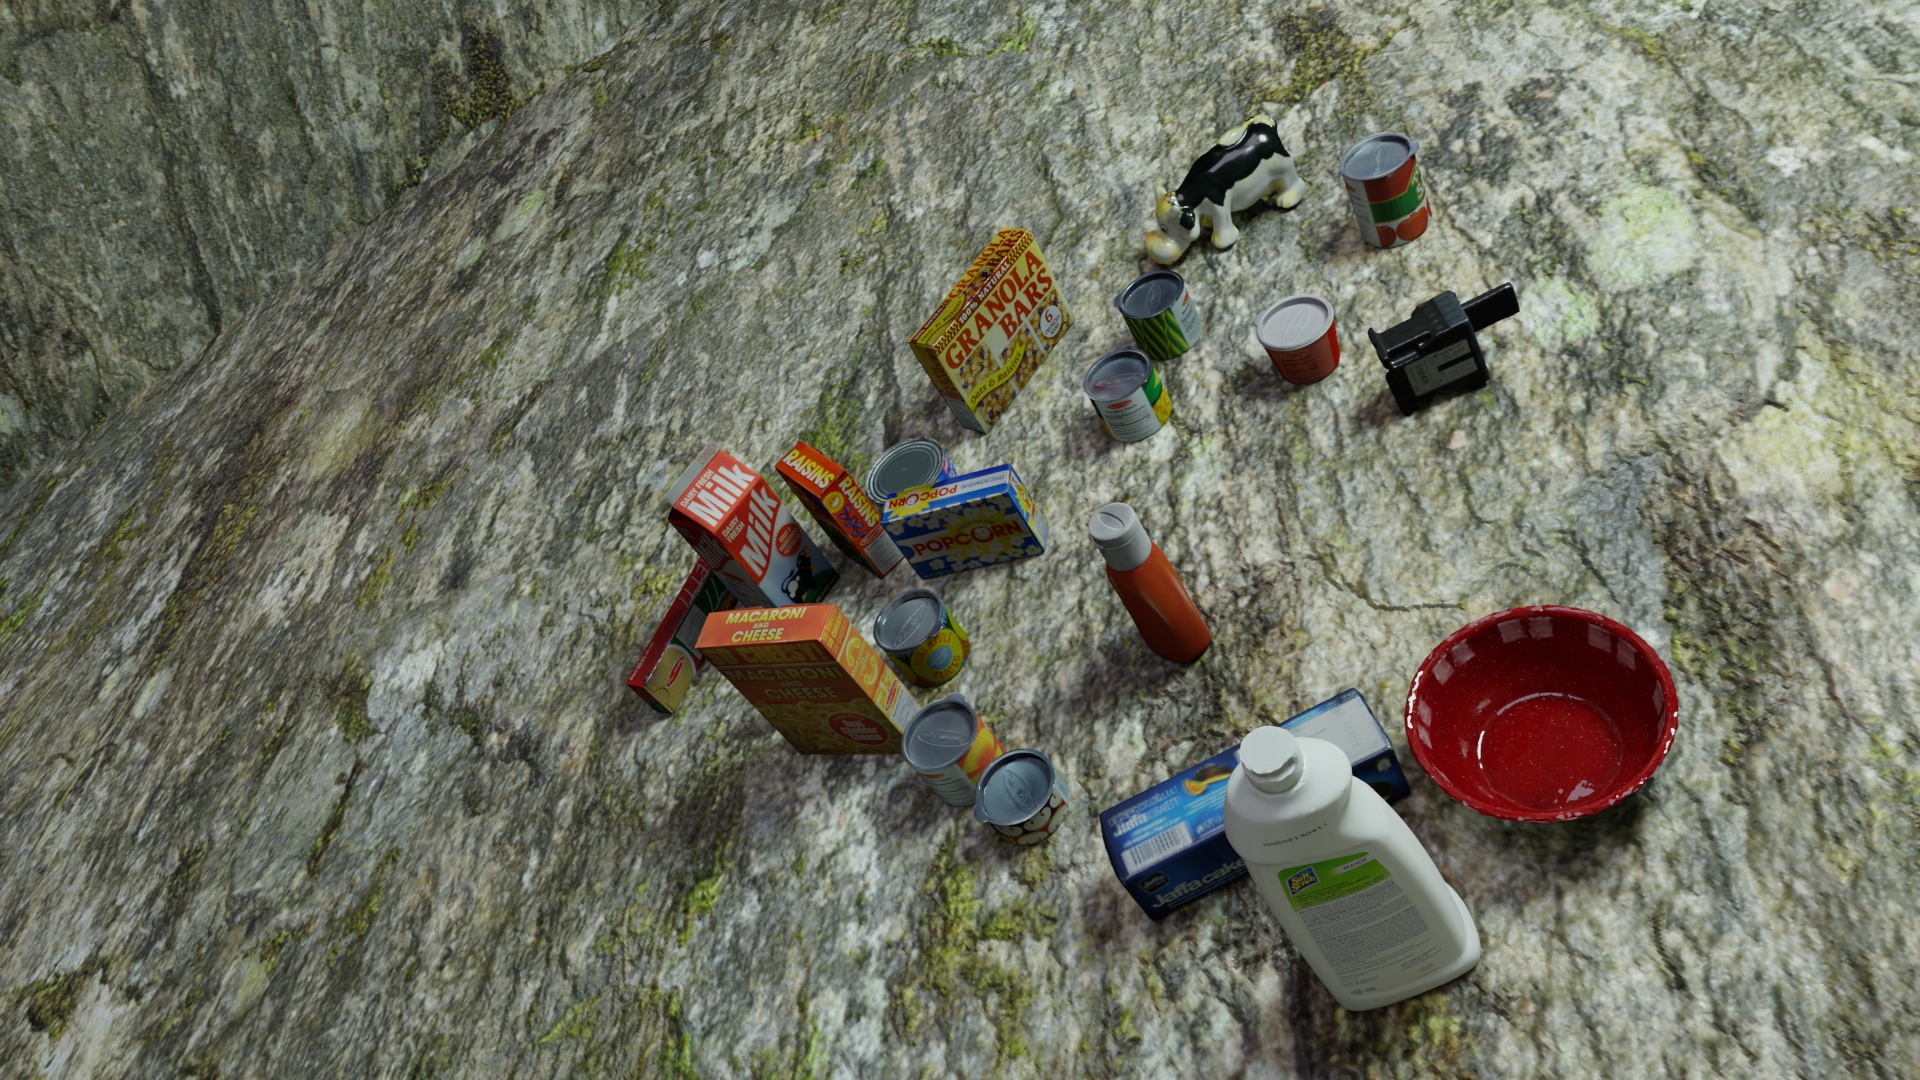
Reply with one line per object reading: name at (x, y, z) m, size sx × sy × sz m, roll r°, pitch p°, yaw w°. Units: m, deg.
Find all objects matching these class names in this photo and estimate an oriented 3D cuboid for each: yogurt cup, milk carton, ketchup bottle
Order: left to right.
milk carton at (-0.199, -0.005, 1.283) m, size 0.073 × 0.190 × 0.072 m, roll 14°, pitch 60°, yaw 41°
ketchup bottle at (0.141, 0.032, 1.057) m, size 0.043 × 0.148 × 0.065 m, roll -45°, pitch 42°, yaw -11°
yogurt cup at (0.301, -0.175, 1.223) m, size 0.072 × 0.053 × 0.073 m, roll -18°, pitch 43°, yaw 18°

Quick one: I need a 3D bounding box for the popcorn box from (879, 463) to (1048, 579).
popcorn box at (0.004, -0.016, 1.240) m, size 0.126 × 0.085 × 0.038 m, roll -13°, pitch 45°, yaw 23°

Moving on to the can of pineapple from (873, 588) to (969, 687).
can of pineapple at (-0.032, 0.085, 1.189) m, size 0.071 × 0.057 × 0.071 m, roll -18°, pitch 43°, yaw 18°

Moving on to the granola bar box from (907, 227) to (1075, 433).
granola bar box at (0.033, -0.208, 1.376) m, size 0.039 × 0.123 × 0.166 m, roll 17°, pitch 62°, yaw 43°

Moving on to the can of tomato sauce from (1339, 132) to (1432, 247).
can of tomato sauce at (0.395, -0.323, 1.281) m, size 0.071 × 0.082 × 0.071 m, roll -18°, pitch 43°, yaw 18°

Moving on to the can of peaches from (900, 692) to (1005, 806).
can of peaches at (-0.003, 0.165, 1.093) m, size 0.071 × 0.058 × 0.071 m, roll -18°, pitch 43°, yaw 18°

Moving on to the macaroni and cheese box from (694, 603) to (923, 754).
macaroni and cheese box at (-0.118, 0.116, 1.133) m, size 0.123 × 0.166 × 0.040 m, roll -6°, pitch 49°, yaw 29°

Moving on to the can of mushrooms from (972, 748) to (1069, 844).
can of mushrooms at (0.045, 0.195, 1.051) m, size 0.071 × 0.033 × 0.071 m, roll -18°, pitch 43°, yaw 18°

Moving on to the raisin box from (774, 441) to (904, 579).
raisin box at (-0.111, -0.029, 1.299) m, size 0.040 × 0.123 × 0.086 m, roll -44°, pitch 42°, yaw -11°

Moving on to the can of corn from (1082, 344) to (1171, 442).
can of corn at (0.154, -0.135, 1.277) m, size 0.071 × 0.058 × 0.071 m, roll -18°, pitch 43°, yaw 18°

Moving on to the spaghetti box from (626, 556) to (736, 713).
spaghetti box at (-0.246, 0.052, 1.366) m, size 0.028 × 0.050 × 0.251 m, roll 1°, pitch 52°, yaw 34°

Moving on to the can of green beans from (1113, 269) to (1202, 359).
can of green beans at (0.192, -0.215, 1.330) m, size 0.071 × 0.057 × 0.071 m, roll -18°, pitch 43°, yaw 18°
